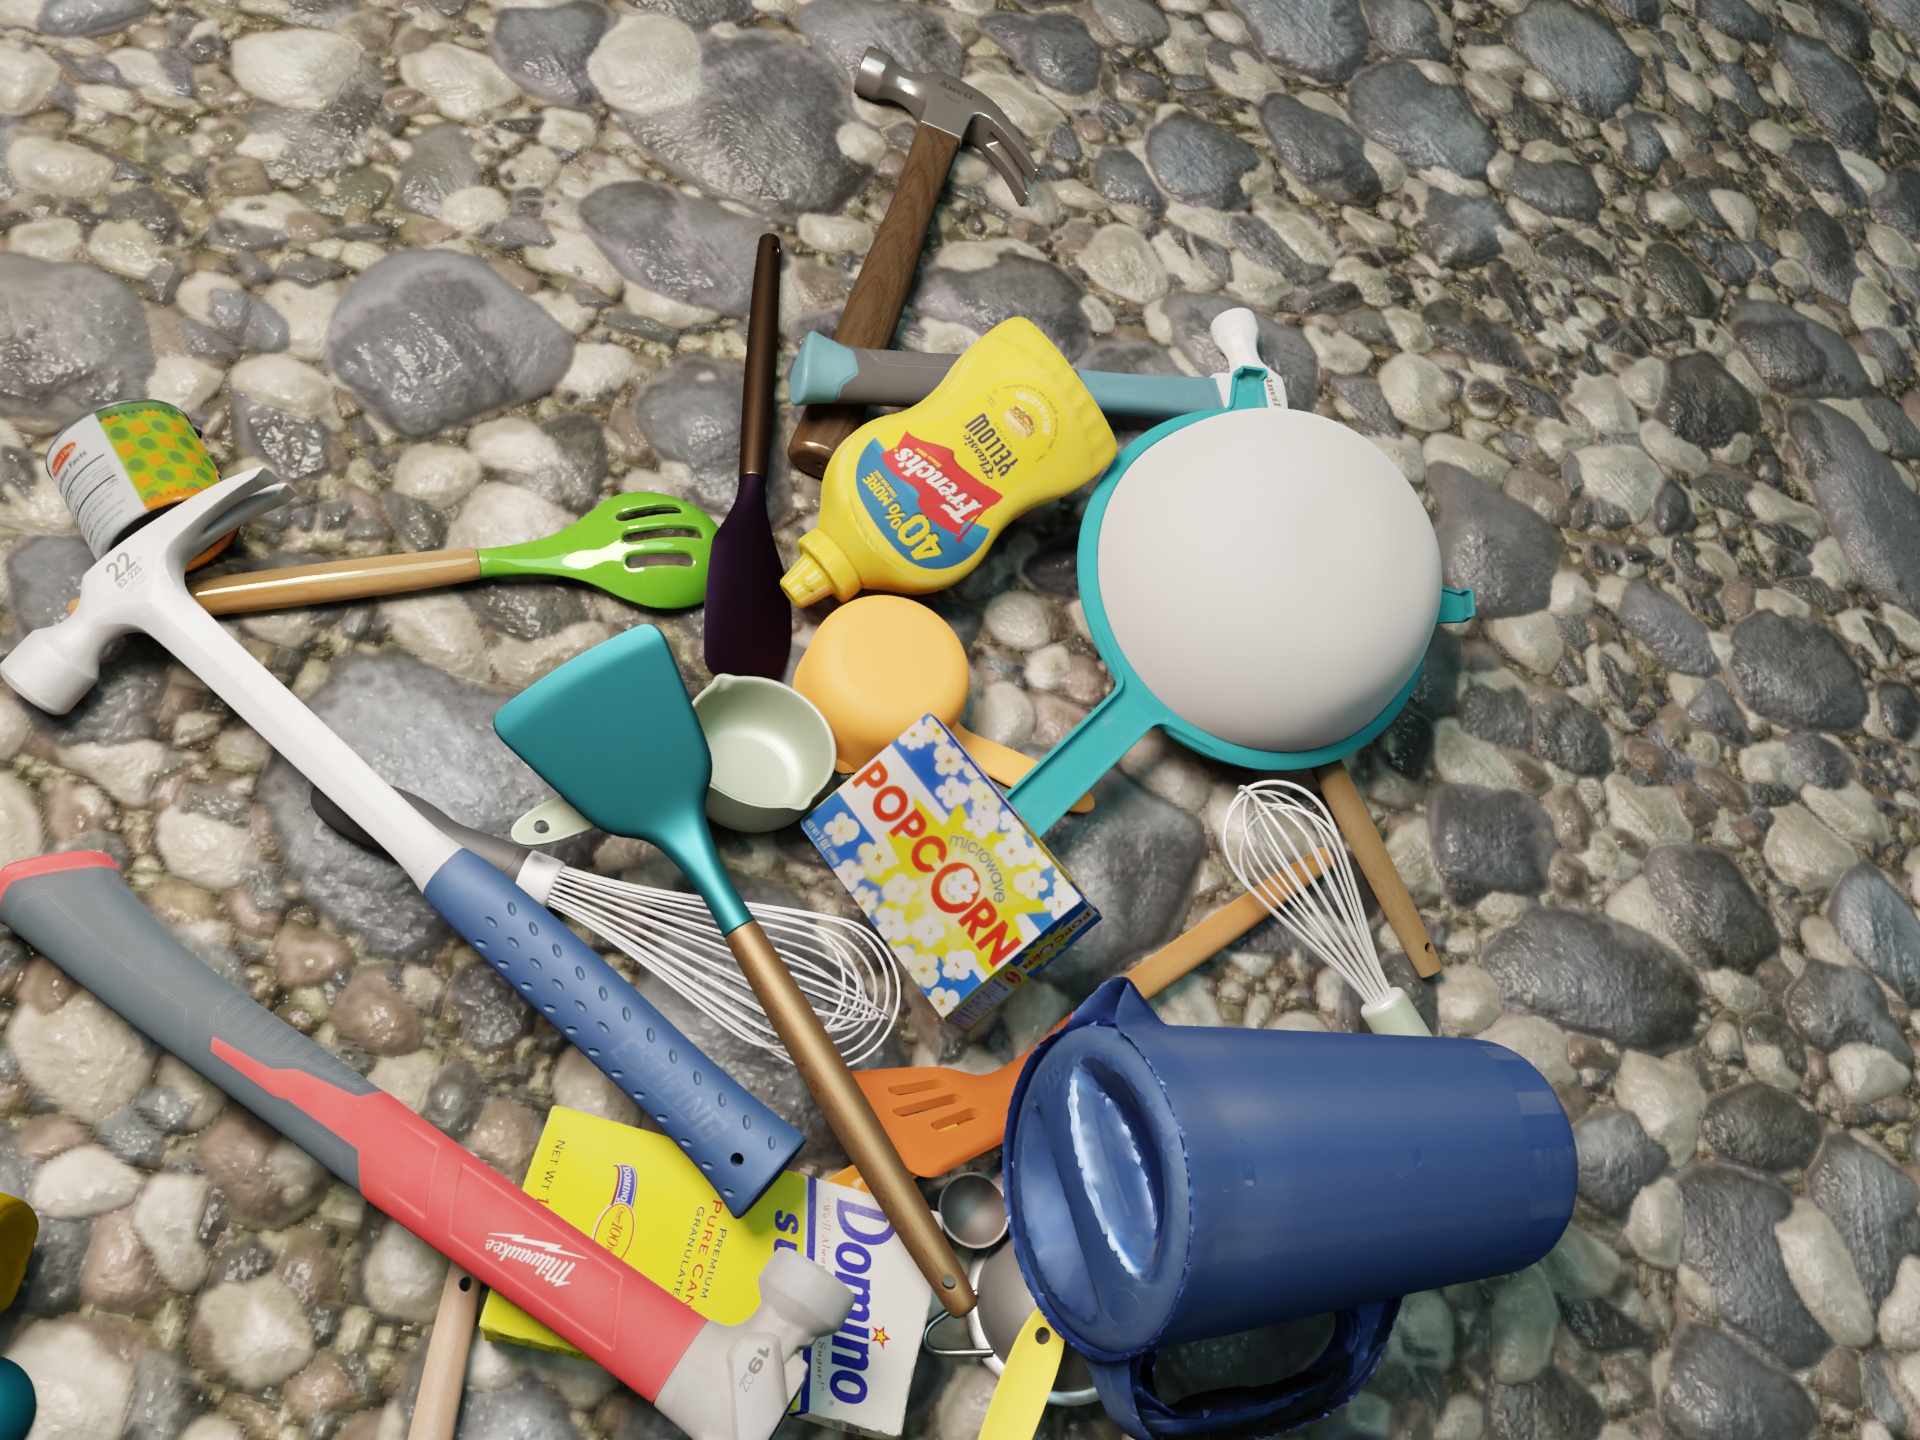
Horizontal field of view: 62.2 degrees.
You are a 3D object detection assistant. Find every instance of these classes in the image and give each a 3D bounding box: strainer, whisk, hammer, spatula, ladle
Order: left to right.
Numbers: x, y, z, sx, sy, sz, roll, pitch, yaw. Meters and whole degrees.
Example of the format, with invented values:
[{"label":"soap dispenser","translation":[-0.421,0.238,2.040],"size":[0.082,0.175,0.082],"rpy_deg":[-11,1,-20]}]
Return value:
[{"label":"hammer","translation":[-0.239,0.178,0.620],"size":[0.386,0.038,0.143],"rpy_deg":[31,64,11]},{"label":"hammer","translation":[-0.224,0.053,0.680],"size":[0.405,0.035,0.144],"rpy_deg":[40,82,10]},{"label":"whisk","translation":[-0.161,0.083,0.726],"size":[0.284,0.070,0.070],"rpy_deg":[22,59,-2]},{"label":"spatula","translation":[-0.112,-0.151,0.880],"size":[0.059,0.018,0.316],"rpy_deg":[28,49,-41]},{"label":"spatula","translation":[-0.083,0.110,0.672],"size":[0.082,0.044,0.318],"rpy_deg":[-32,79,-7]},{"label":"hammer","translation":[-0.039,-0.278,0.968],"size":[0.130,0.031,0.331],"rpy_deg":[20,59,-8]},{"label":"hammer","translation":[0.055,-0.196,0.935],"size":[0.331,0.033,0.128],"rpy_deg":[-2,66,-27]},{"label":"spatula","translation":[0.079,0.131,0.785],"size":[0.322,0.041,0.081],"rpy_deg":[-28,38,-31]},{"label":"strainer","translation":[0.108,0.255,0.735],"size":[0.258,0.050,0.087],"rpy_deg":[-2,52,-23]},{"label":"strainer","translation":[0.132,-0.046,0.817],"size":[0.211,0.095,0.340],"rpy_deg":[47,66,1]},{"label":"ladle","translation":[0.184,-0.001,0.899],"size":[0.078,0.062,0.320],"rpy_deg":[-18,77,-33]},{"label":"whisk","translation":[0.210,0.137,0.812],"size":[0.058,0.059,0.246],"rpy_deg":[-32,88,-2]}]

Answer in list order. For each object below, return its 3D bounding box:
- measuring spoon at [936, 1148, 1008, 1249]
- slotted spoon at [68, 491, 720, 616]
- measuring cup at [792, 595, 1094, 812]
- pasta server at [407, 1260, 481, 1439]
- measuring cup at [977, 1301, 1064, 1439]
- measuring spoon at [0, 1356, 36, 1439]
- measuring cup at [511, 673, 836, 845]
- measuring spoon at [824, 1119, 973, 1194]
[{"label":"measuring spoon","translation":[0.031,0.202,0.753],"size":[0.034,0.018,0.124],"rpy_deg":[42,52,10]},{"label":"slotted spoon","translation":[-0.265,-0.073,0.787],"size":[0.313,0.031,0.070],"rpy_deg":[-10,70,-21]},{"label":"measuring cup","translation":[-0.001,-0.003,0.822],"size":[0.173,0.052,0.095],"rpy_deg":[26,58,-2]},{"label":"pasta server","translation":[-0.209,0.355,0.575],"size":[0.060,0.040,0.316],"rpy_deg":[18,57,-23]},{"label":"measuring cup","translation":[0.007,0.317,0.660],"size":[0.062,0.029,0.157],"rpy_deg":[28,67,-3]},{"label":"measuring spoon","translation":[-0.355,0.292,0.566],"size":[0.042,0.021,0.129],"rpy_deg":[-4,64,-21]},{"label":"measuring cup","translation":[-0.137,0.033,0.757],"size":[0.167,0.038,0.083],"rpy_deg":[-22,68,-33]},{"label":"measuring spoon","translation":[-0.035,0.208,0.728],"size":[0.117,0.011,0.021],"rpy_deg":[-24,76,-24]}]
